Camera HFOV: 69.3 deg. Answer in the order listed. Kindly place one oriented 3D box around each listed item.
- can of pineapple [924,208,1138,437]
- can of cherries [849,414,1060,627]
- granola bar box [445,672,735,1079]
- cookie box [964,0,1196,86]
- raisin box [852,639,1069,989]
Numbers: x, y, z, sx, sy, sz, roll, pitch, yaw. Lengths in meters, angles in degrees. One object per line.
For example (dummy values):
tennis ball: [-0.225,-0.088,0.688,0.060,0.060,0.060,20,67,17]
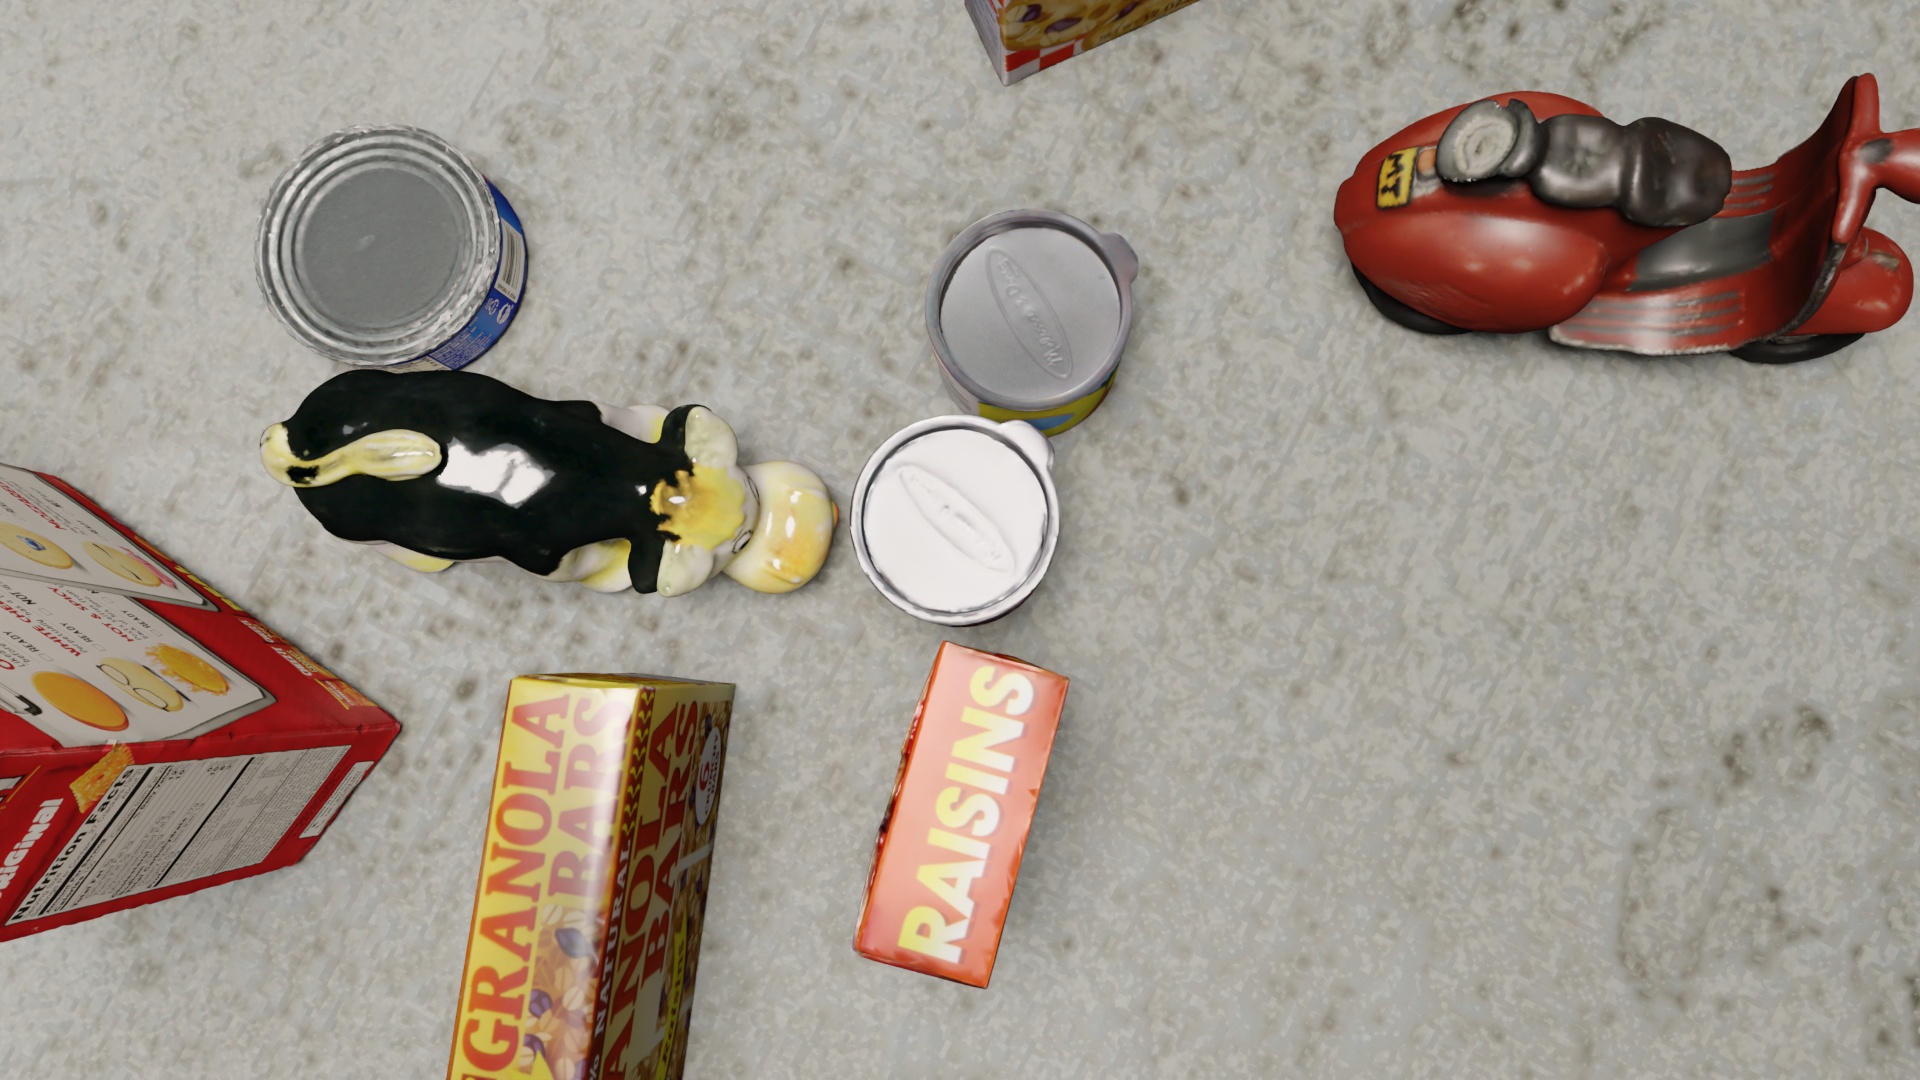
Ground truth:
can of pineapple: [0.025,-0.071,0.466,0.071,0.058,0.071,0,84,2]
can of cherries: [0.002,-0.006,0.460,0.071,0.058,0.071,0,84,2]
granola bar box: [-0.109,0.123,0.417,0.039,0.124,0.165,7,84,3]
cookie box: [0.060,-0.215,0.425,0.123,0.167,0.040,-24,84,0]
raisin box: [0.003,0.076,0.418,0.040,0.123,0.086,16,85,4]
